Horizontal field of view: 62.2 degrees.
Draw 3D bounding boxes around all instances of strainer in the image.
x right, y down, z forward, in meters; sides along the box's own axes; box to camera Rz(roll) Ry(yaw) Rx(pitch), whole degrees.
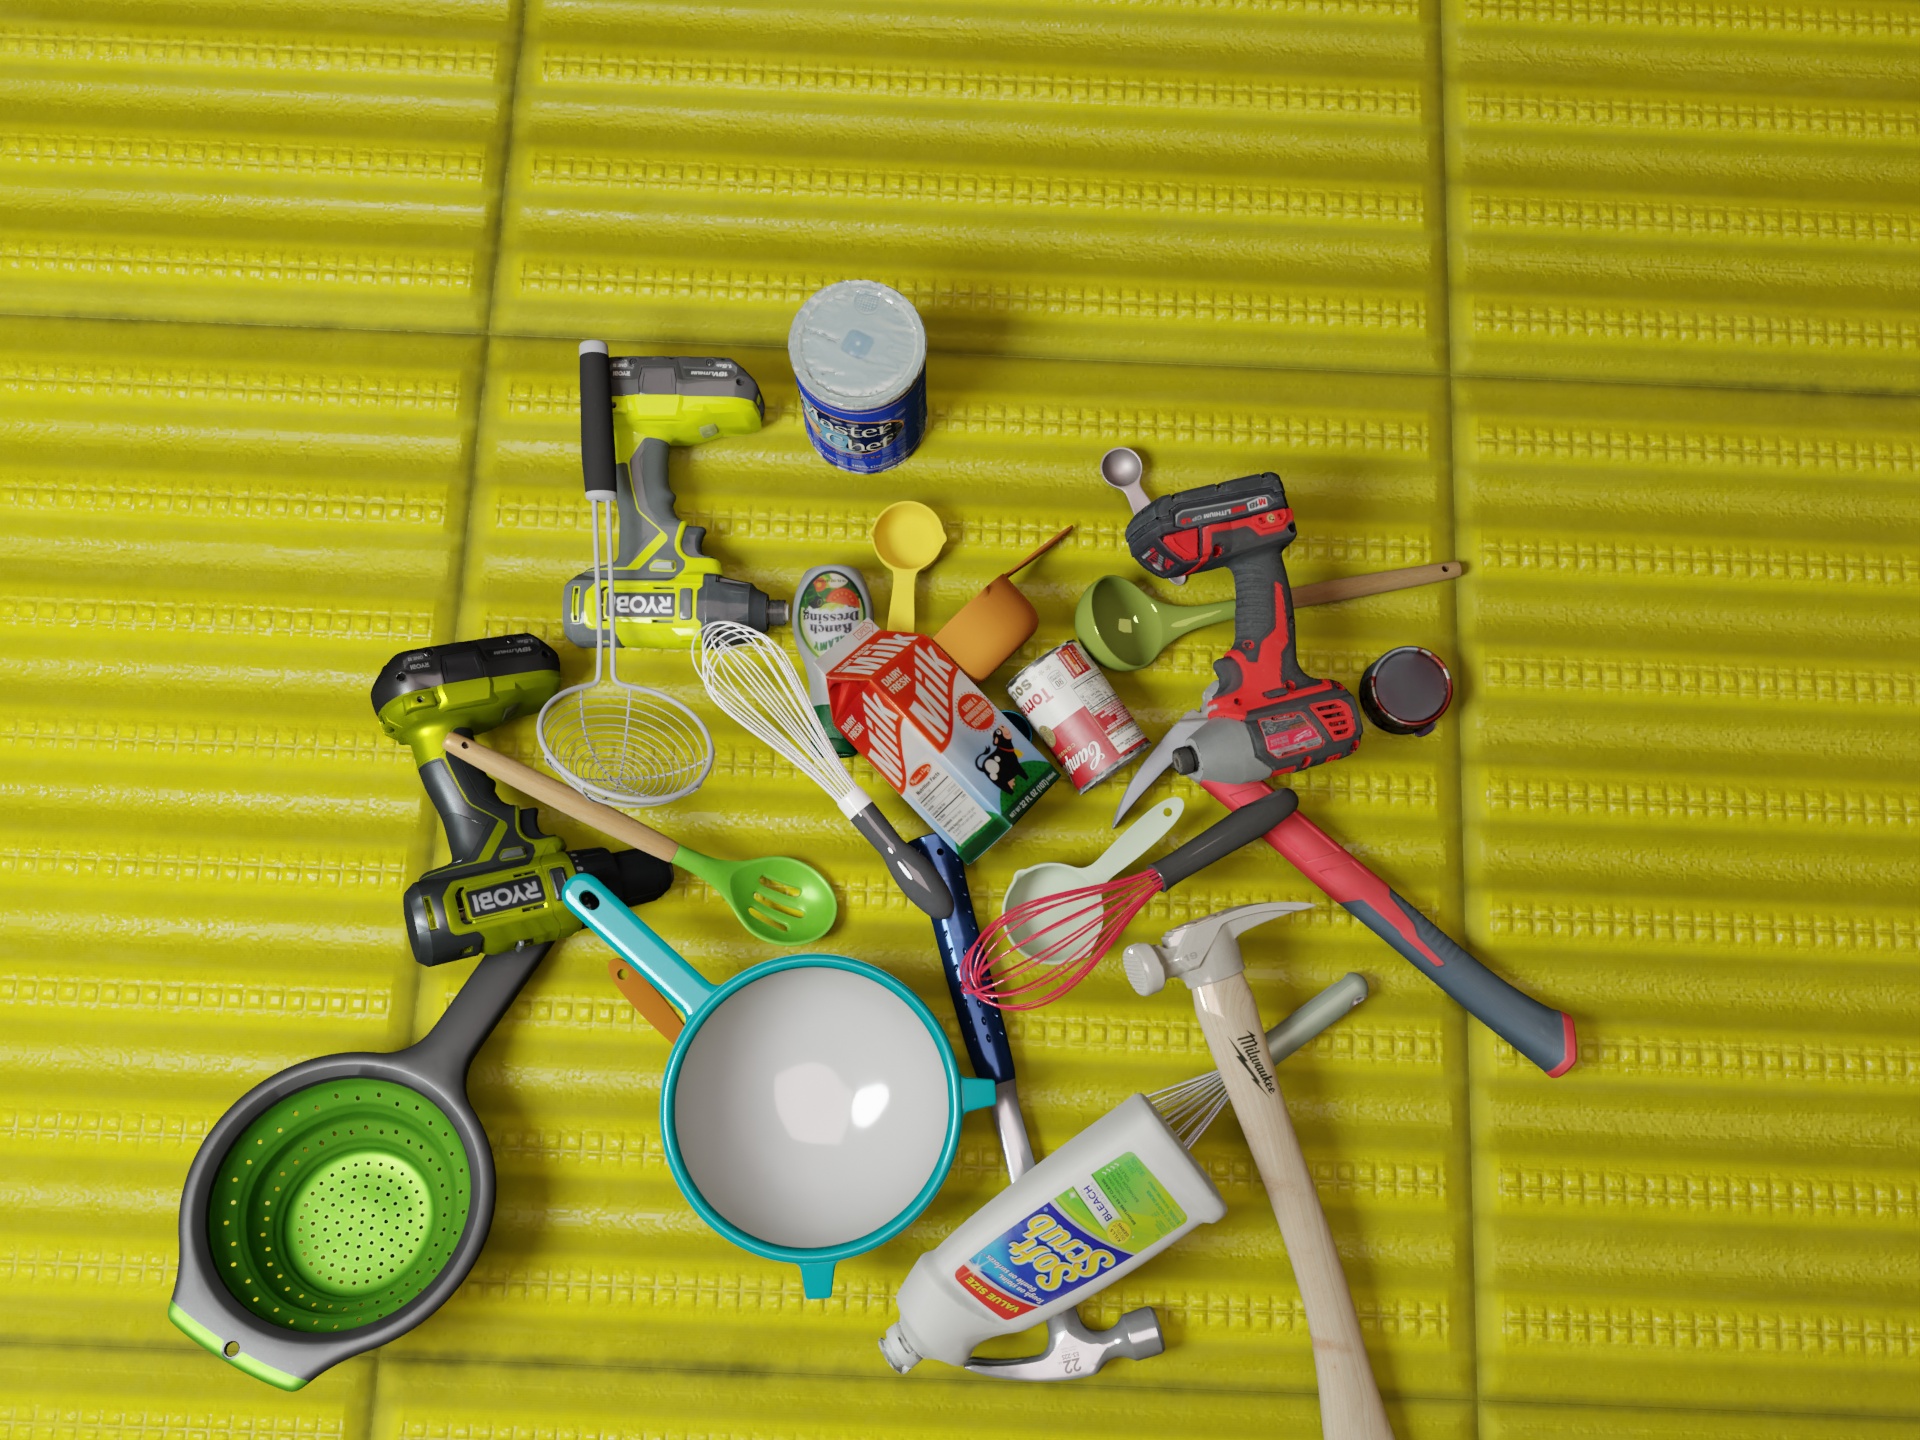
[{"bbox_3d":[-0.154,0.233,1.152,0.340,0.095,0.211,42,79,4],"label":"strainer"}]

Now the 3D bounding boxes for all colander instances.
[{"bbox_3d":[-0.392,0.283,1.158,0.204,0.094,0.397,28,61,5],"label":"colander"}]

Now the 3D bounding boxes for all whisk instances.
[{"bbox_3d":[0.205,0.261,1.183,0.246,0.057,0.059,-33,60,-12],"label":"whisk"},{"bbox_3d":[0.127,0.125,1.157,0.296,0.073,0.073,-29,80,-16],"label":"whisk"},{"bbox_3d":[-0.099,0.036,1.187,0.070,0.070,0.284,-40,87,-8],"label":"whisk"}]

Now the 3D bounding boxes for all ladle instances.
[{"bbox_3d":[0.246,-0.097,1.254,0.320,0.062,0.078,-10,77,-6],"label":"ladle"}]

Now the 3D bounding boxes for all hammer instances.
[{"bbox_3d":[0.298,0.144,1.212,0.386,0.038,0.143,41,82,7],"label":"hammer"},{"bbox_3d":[0.026,0.282,1.180,0.144,0.035,0.406,-15,79,-4],"label":"hammer"},{"bbox_3d":[0.246,0.335,1.144,0.146,0.038,0.410,-17,88,-17],"label":"hammer"}]

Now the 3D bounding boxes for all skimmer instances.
[{"bbox_3d":[-0.252,-0.114,1.167,0.127,0.090,0.363,0,81,-29],"label":"skimmer"}]

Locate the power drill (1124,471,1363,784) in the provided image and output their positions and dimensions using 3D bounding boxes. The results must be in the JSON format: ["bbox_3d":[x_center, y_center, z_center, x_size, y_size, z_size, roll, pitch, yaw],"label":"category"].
[{"bbox_3d":[0.204,-0.062,1.188,0.143,0.078,0.220,-15,85,-13],"label":"power drill"}]

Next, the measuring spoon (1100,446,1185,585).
[{"bbox_3d":[0.150,-0.164,1.289,0.034,0.018,0.124,-26,86,-6],"label":"measuring spoon"}]

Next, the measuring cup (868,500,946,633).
[{"bbox_3d":[-0.045,-0.096,1.267,0.062,0.029,0.156,4,85,0],"label":"measuring cup"}]

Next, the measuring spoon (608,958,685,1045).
[{"bbox_3d":[-0.226,0.224,1.201,0.021,0.011,0.117,-43,82,-9],"label":"measuring spoon"}]

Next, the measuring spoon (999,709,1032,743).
[{"bbox_3d":[-0.002,-0.004,1.253,0.129,0.021,0.042,27,75,14],"label":"measuring spoon"}]

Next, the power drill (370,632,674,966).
[{"bbox_3d":[-0.330,0.056,1.183,0.190,0.080,0.229,-12,73,-27],"label":"power drill"}]

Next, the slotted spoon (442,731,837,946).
[{"bbox_3d":[-0.233,0.084,1.169,0.313,0.031,0.070,29,59,-18],"label":"slotted spoon"}]

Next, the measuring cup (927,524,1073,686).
[{"bbox_3d":[0.047,-0.090,1.246,0.173,0.095,0.052,-41,89,-27],"label":"measuring cup"}]

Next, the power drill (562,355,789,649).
[{"bbox_3d":[-0.219,-0.167,1.253,0.171,0.080,0.223,0,82,0],"label":"power drill"}]

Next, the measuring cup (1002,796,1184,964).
[{"bbox_3d":[0.103,0.115,1.205,0.167,0.038,0.083,-41,88,-2],"label":"measuring cup"}]
